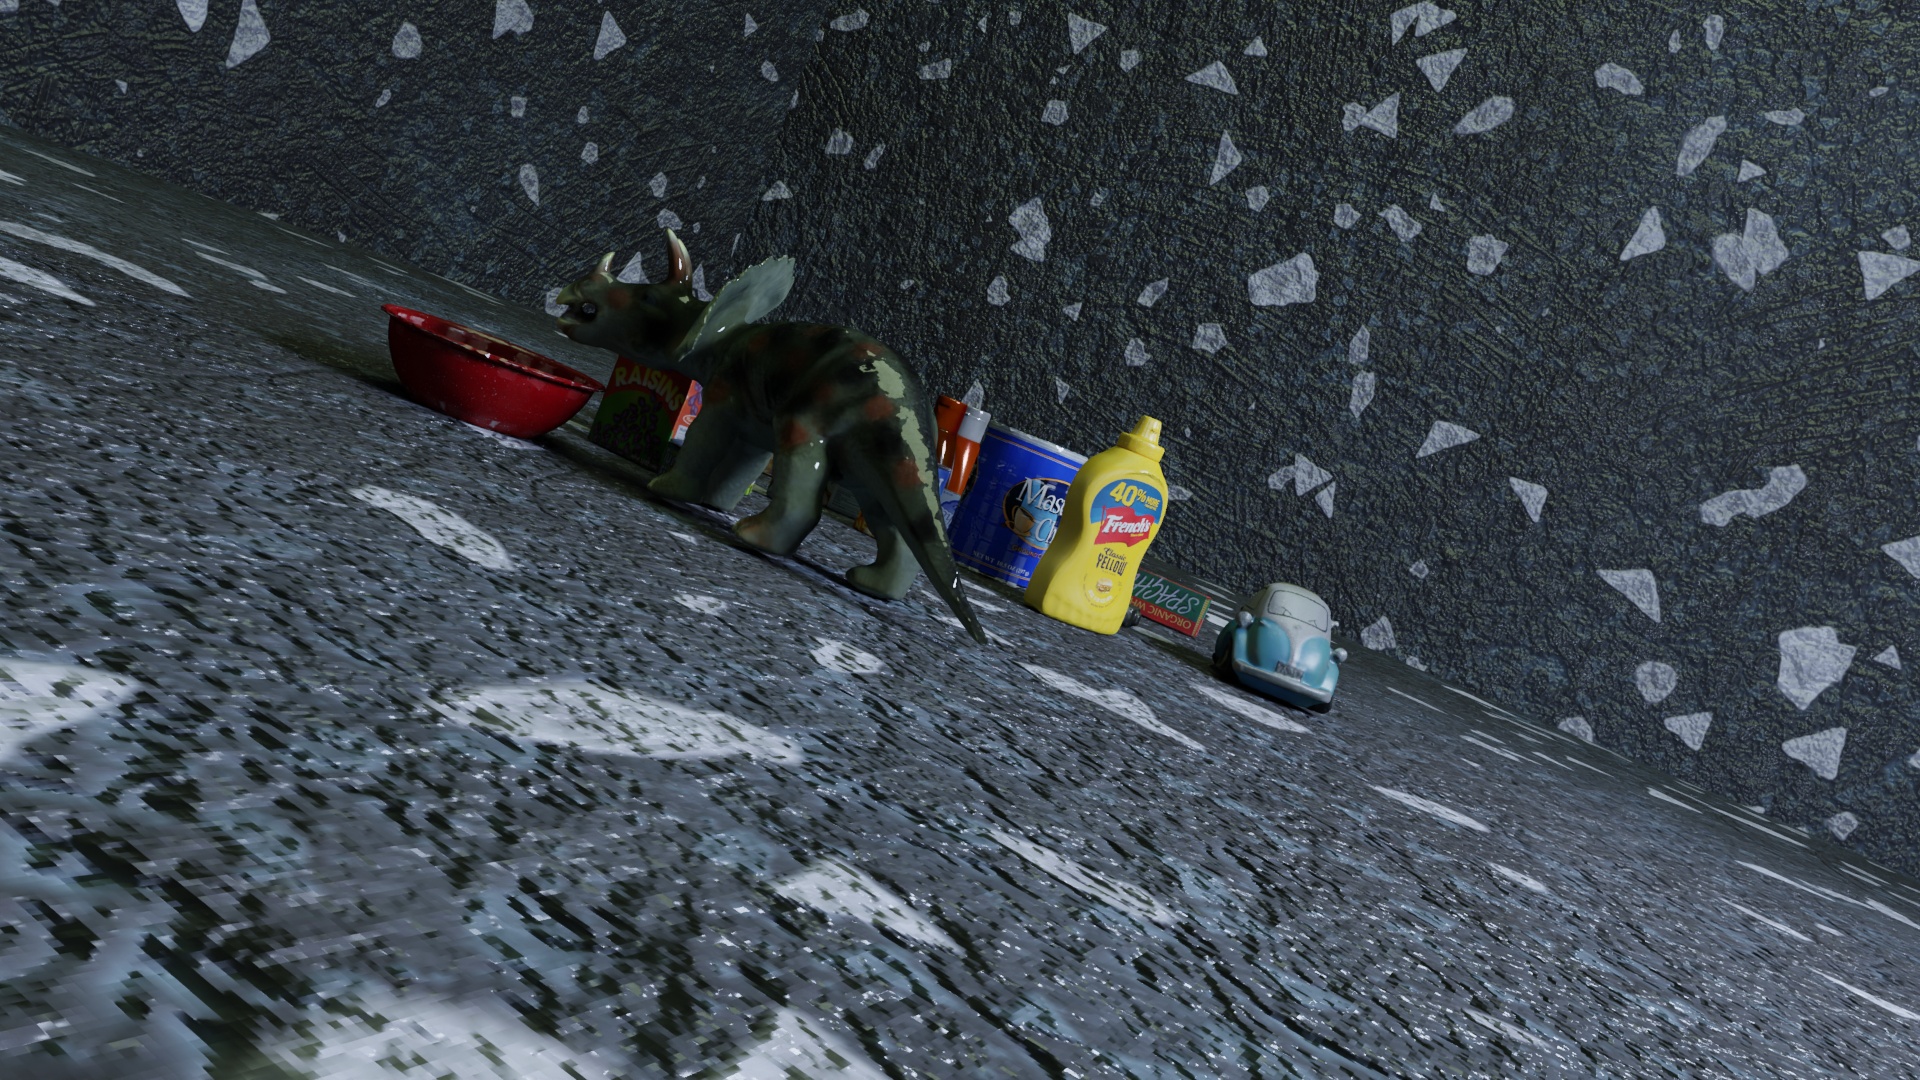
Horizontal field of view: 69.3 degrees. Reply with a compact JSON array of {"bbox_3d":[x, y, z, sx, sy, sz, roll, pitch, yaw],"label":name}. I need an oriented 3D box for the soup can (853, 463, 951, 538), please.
[{"bbox_3d":[-0.053,-0.039,1.278,0.071,0.083,0.071,22,4,-2],"label":"soup can"}]

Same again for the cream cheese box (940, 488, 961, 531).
[{"bbox_3d":[0.005,-0.019,1.513,0.104,0.053,0.024,22,4,8],"label":"cream cheese box"}]

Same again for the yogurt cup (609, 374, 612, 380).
[{"bbox_3d":[-0.280,-0.107,1.207,0.072,0.054,0.072,22,4,-2],"label":"yogurt cup"}]

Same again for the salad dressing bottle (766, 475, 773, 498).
[{"bbox_3d":[-0.129,-0.101,1.252,0.044,0.147,0.064,22,4,-5],"label":"salad dressing bottle"}]

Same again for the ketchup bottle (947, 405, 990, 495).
[{"bbox_3d":[-0.008,-0.089,1.665,0.065,0.148,0.043,25,5,37],"label":"ketchup bottle"}]

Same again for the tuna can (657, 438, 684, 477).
[{"bbox_3d":[-0.201,-0.053,1.077,0.071,0.033,0.071,22,4,-2],"label":"tuna can"}]

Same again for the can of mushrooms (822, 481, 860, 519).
[{"bbox_3d":[-0.107,-0.042,1.382,0.071,0.033,0.071,22,4,-2],"label":"can of mushrooms"}]

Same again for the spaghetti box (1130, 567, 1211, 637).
[{"bbox_3d":[0.162,0.040,1.579,0.250,0.050,0.029,23,4,17],"label":"spaghetti box"}]

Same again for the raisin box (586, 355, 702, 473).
[{"bbox_3d":[-0.240,-0.122,1.125,0.086,0.123,0.040,24,4,29],"label":"raisin box"}]

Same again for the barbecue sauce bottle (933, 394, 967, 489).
[{"bbox_3d":[-0.035,-0.096,1.623,0.065,0.148,0.043,24,4,28],"label":"barbecue sauce bottle"}]

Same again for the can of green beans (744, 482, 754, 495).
[{"bbox_3d":[-0.202,-0.077,1.195,0.071,0.057,0.071,22,4,-2],"label":"can of green beans"}]

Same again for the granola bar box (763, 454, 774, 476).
[{"bbox_3d":[-0.142,-0.111,1.456,0.166,0.124,0.039,23,4,9],"label":"granola bar box"}]
